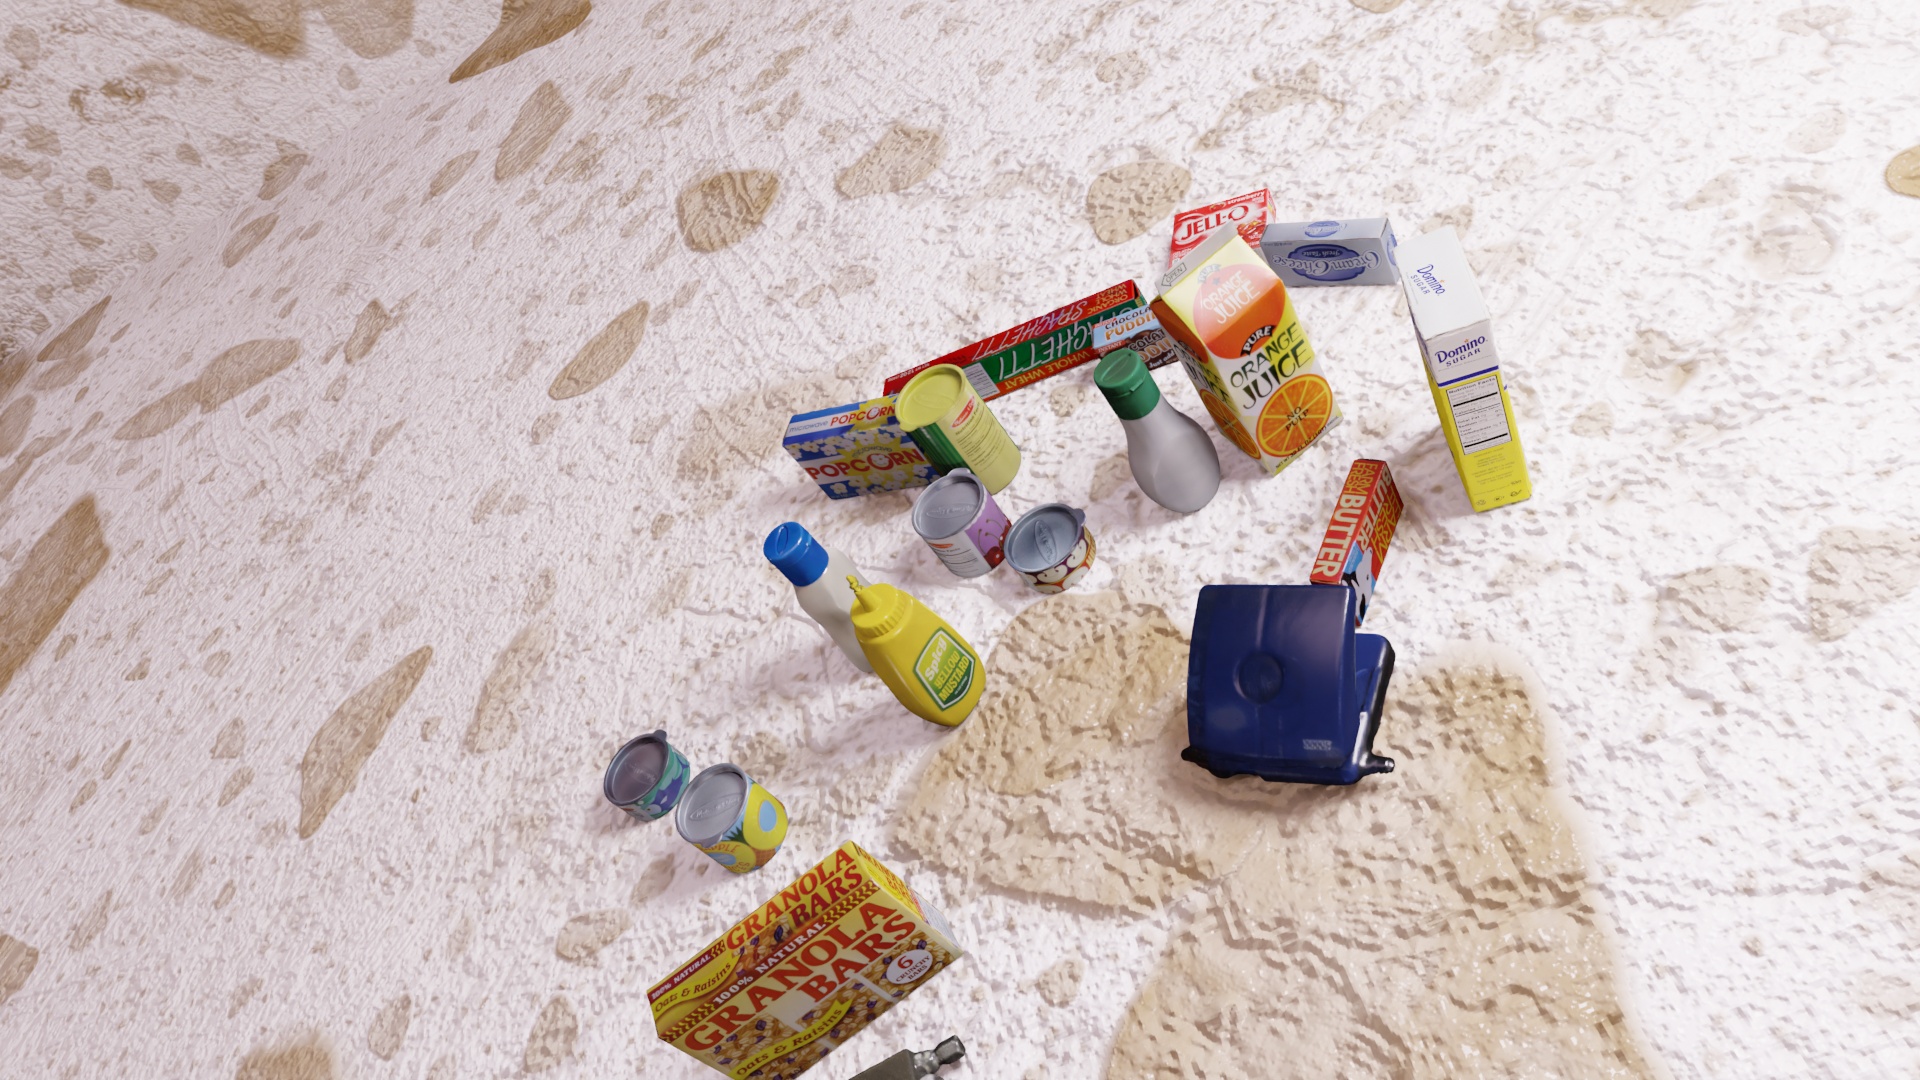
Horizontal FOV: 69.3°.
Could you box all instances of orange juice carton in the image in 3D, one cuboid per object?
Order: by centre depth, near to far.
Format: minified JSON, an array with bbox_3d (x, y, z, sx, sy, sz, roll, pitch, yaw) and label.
[{"bbox_3d":[0.201,-0.142,1.001,0.072,0.192,0.073,-40,42,-1],"label":"orange juice carton"}]

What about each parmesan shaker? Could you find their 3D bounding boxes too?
[{"bbox_3d":[-0.003,-0.087,1.162,0.071,0.102,0.072,-19,46,21],"label":"parmesan shaker"}]

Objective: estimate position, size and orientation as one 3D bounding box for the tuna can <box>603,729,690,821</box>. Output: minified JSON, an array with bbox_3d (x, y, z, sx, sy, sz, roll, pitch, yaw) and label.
[{"bbox_3d":[-0.257,0.194,1.148,0.071,0.032,0.071,-19,46,21],"label":"tuna can"}]

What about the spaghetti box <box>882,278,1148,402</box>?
[{"bbox_3d":[0.051,-0.162,1.228,0.249,0.050,0.029,-20,46,20],"label":"spaghetti box"}]

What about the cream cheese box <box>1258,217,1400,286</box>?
[{"bbox_3d":[0.298,-0.230,1.114,0.104,0.053,0.024,6,59,38],"label":"cream cheese box"}]

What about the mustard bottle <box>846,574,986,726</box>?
[{"bbox_3d":[-0.039,0.075,1.005,0.049,0.159,0.065,13,63,41],"label":"mustard bottle"}]

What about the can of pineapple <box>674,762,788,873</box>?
[{"bbox_3d":[-0.174,0.213,1.055,0.071,0.057,0.071,-19,46,21],"label":"can of pineapple"}]

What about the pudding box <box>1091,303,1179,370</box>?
[{"bbox_3d":[0.157,-0.170,1.162,0.083,0.049,0.030,-18,46,22],"label":"pudding box"}]

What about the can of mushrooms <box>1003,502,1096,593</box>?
[{"bbox_3d":[0.072,0.005,1.082,0.071,0.033,0.071,-19,46,21],"label":"can of mushrooms"}]

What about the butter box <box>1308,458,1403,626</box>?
[{"bbox_3d":[0.268,0.000,0.937,0.024,0.053,0.104,6,58,38],"label":"butter box"}]

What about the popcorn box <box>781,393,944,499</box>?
[{"bbox_3d":[-0.082,-0.081,1.225,0.126,0.085,0.038,-8,51,30],"label":"popcorn box"}]

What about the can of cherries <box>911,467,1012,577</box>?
[{"bbox_3d":[0.004,-0.014,1.127,0.071,0.058,0.072,-19,46,21],"label":"can of cherries"}]

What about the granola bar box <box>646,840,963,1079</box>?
[{"bbox_3d":[-0.098,0.278,0.898,0.165,0.124,0.039,-37,42,2],"label":"granola bar box"}]

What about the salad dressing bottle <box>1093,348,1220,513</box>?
[{"bbox_3d":[0.144,-0.080,1.021,0.064,0.147,0.044,-43,42,-4],"label":"salad dressing bottle"}]

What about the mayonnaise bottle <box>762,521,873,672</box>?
[{"bbox_3d":[-0.099,0.041,1.084,0.041,0.147,0.065,-18,46,22],"label":"mayonnaise bottle"}]
